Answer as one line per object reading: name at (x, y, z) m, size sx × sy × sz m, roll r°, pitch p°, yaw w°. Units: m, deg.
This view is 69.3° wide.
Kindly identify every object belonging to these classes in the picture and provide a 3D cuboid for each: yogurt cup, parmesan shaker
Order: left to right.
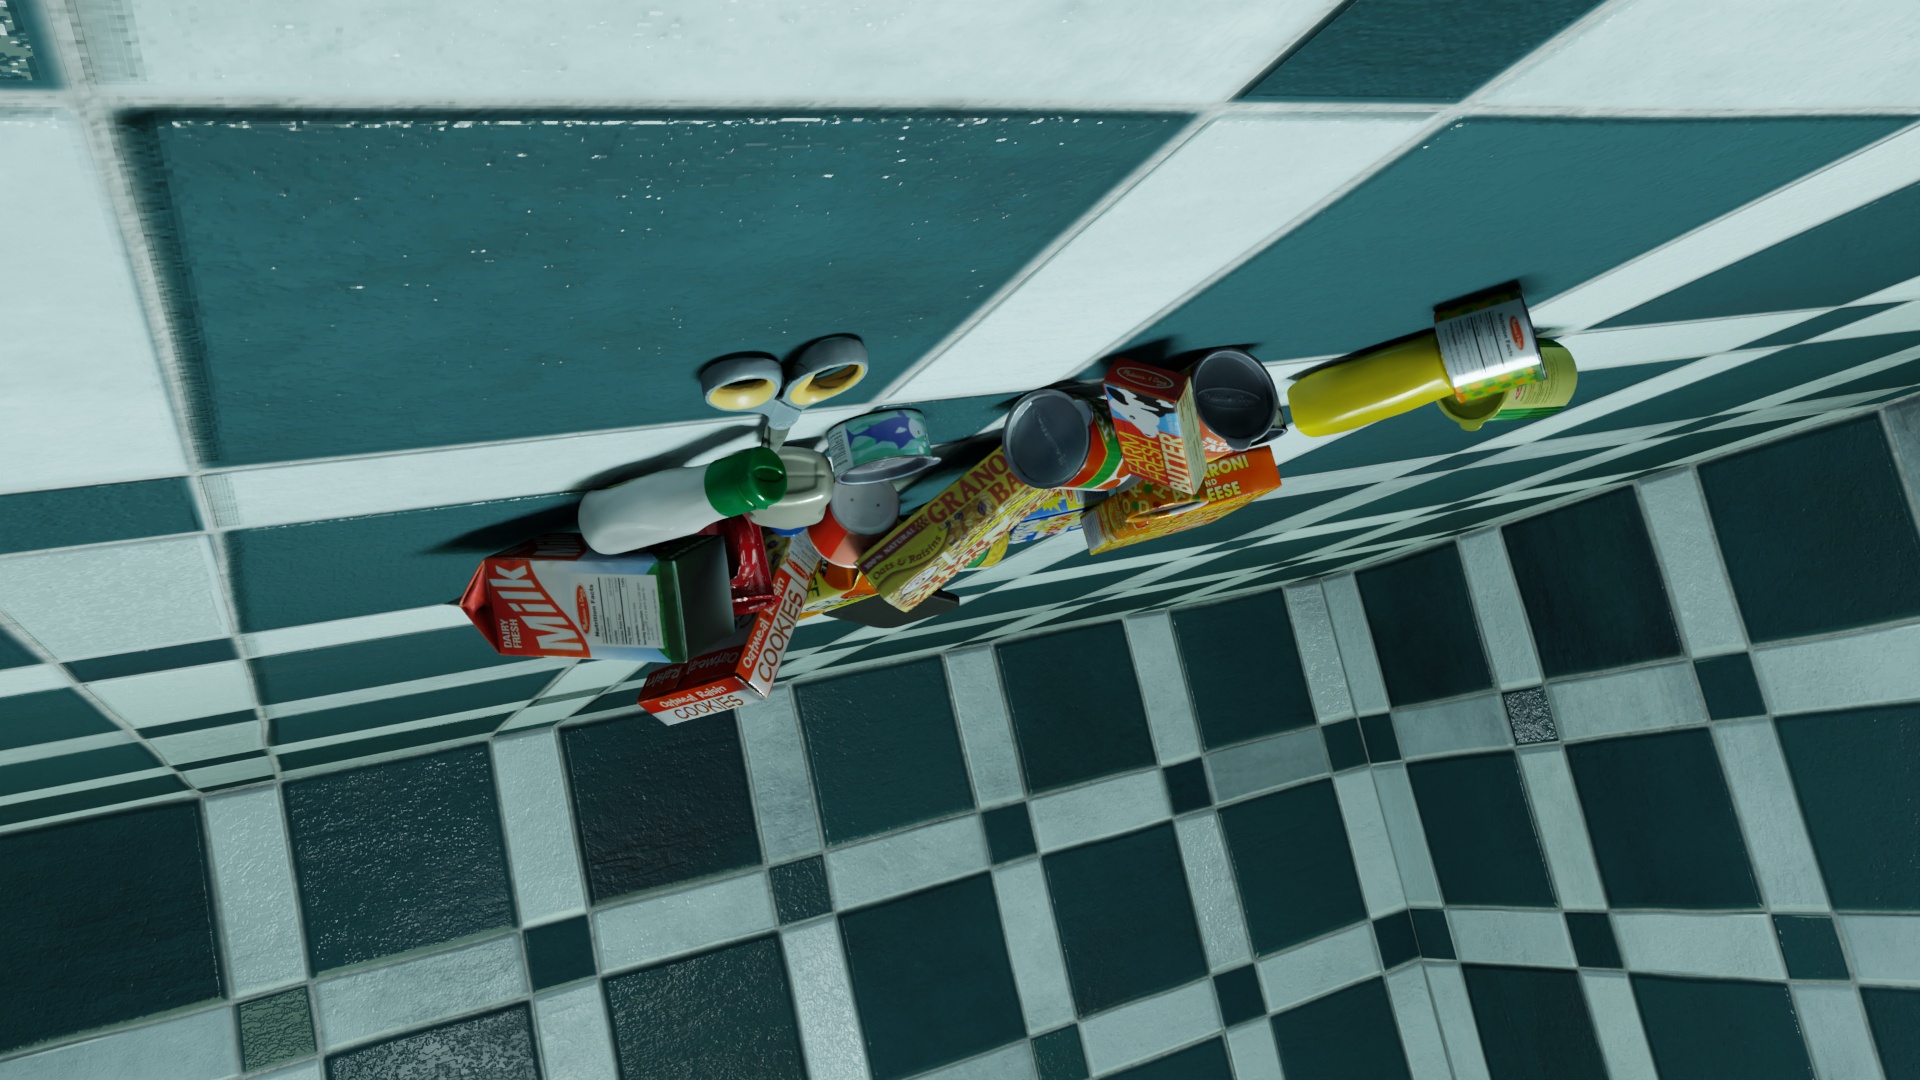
yogurt cup at (-0.078, -0.019, 1.048) m, size 0.072 × 0.072 × 0.053 m, roll -9°, pitch 163°, yaw -22°
parmesan shaker at (0.427, -0.123, 1.089) m, size 0.103 × 0.071 × 0.071 m, roll -6°, pitch 169°, yaw -39°

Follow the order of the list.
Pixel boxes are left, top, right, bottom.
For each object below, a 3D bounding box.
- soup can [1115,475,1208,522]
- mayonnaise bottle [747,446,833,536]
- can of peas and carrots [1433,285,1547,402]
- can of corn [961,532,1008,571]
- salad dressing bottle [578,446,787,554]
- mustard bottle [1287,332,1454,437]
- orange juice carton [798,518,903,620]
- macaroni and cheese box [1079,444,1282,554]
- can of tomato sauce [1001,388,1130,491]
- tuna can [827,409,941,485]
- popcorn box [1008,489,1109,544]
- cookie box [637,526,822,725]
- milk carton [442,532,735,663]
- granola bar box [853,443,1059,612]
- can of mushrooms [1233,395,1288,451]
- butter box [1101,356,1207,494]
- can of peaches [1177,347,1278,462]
soup can at (0.140, -0.061, 1.026) m, size 0.071 × 0.084 × 0.071 m, roll -12°, pitch 171°, yaw -2°
mayonnaise bottle at (-0.122, -0.031, 0.970) m, size 0.065 × 0.041 × 0.148 m, roll -1°, pitch 172°, yaw -7°
can of peas and carrots at (0.360, -0.132, 0.944) m, size 0.058 × 0.071 × 0.071 m, roll -16°, pitch 171°, yaw 24°
can of corn at (0.002, -0.007, 1.255) m, size 0.071 × 0.071 × 0.058 m, roll -19°, pitch 170°, yaw 36°
salad dressing bottle at (-0.176, -0.026, 0.878) m, size 0.147 × 0.044 × 0.064 m, roll -13°, pitch 171°, yaw 32°
mustard bottle at (0.326, -0.121, 1.031) m, size 0.160 × 0.049 × 0.065 m, roll -19°, pitch 170°, yaw 33°
orange juice carton at (-0.118, 0.021, 1.220) m, size 0.192 × 0.073 × 0.072 m, roll -19°, pitch 169°, yaw 35°
macaroni and cheese box at (0.183, -0.033, 1.186) m, size 0.124 × 0.040 × 0.166 m, roll -15°, pitch 173°, yaw -12°
can of tomato sauce at (0.079, -0.069, 0.947) m, size 0.071 × 0.071 × 0.083 m, roll -18°, pitch 171°, yaw 31°
tuna can at (-0.050, -0.061, 0.908) m, size 0.071 × 0.033 × 0.071 m, roll -12°, pitch 172°, yaw -2°
popcorn box at (0.086, -0.032, 1.301) m, size 0.085 × 0.038 × 0.126 m, roll -13°, pitch 172°, yaw -6°
cookie box at (-0.185, 0.063, 1.135) m, size 0.122 × 0.168 × 0.040 m, roll -19°, pitch 129°, yaw 37°
milk carton at (-0.261, 0.037, 0.970) m, size 0.190 × 0.073 × 0.072 m, roll 0°, pitch -166°, yaw 18°
granola bar box at (0.004, -0.013, 1.060) m, size 0.165 × 0.039 × 0.124 m, roll -39°, pitch 171°, yaw 0°
can of mushrooms at (0.223, -0.094, 1.109) m, size 0.071 × 0.033 × 0.071 m, roll -12°, pitch 172°, yaw -2°
butter box at (0.128, -0.073, 0.902) m, size 0.053 × 0.024 × 0.103 m, roll 21°, pitch 156°, yaw 28°
can of peaches at (0.170, -0.088, 0.936) m, size 0.071 × 0.071 × 0.058 m, roll -9°, pitch 172°, yaw -23°
